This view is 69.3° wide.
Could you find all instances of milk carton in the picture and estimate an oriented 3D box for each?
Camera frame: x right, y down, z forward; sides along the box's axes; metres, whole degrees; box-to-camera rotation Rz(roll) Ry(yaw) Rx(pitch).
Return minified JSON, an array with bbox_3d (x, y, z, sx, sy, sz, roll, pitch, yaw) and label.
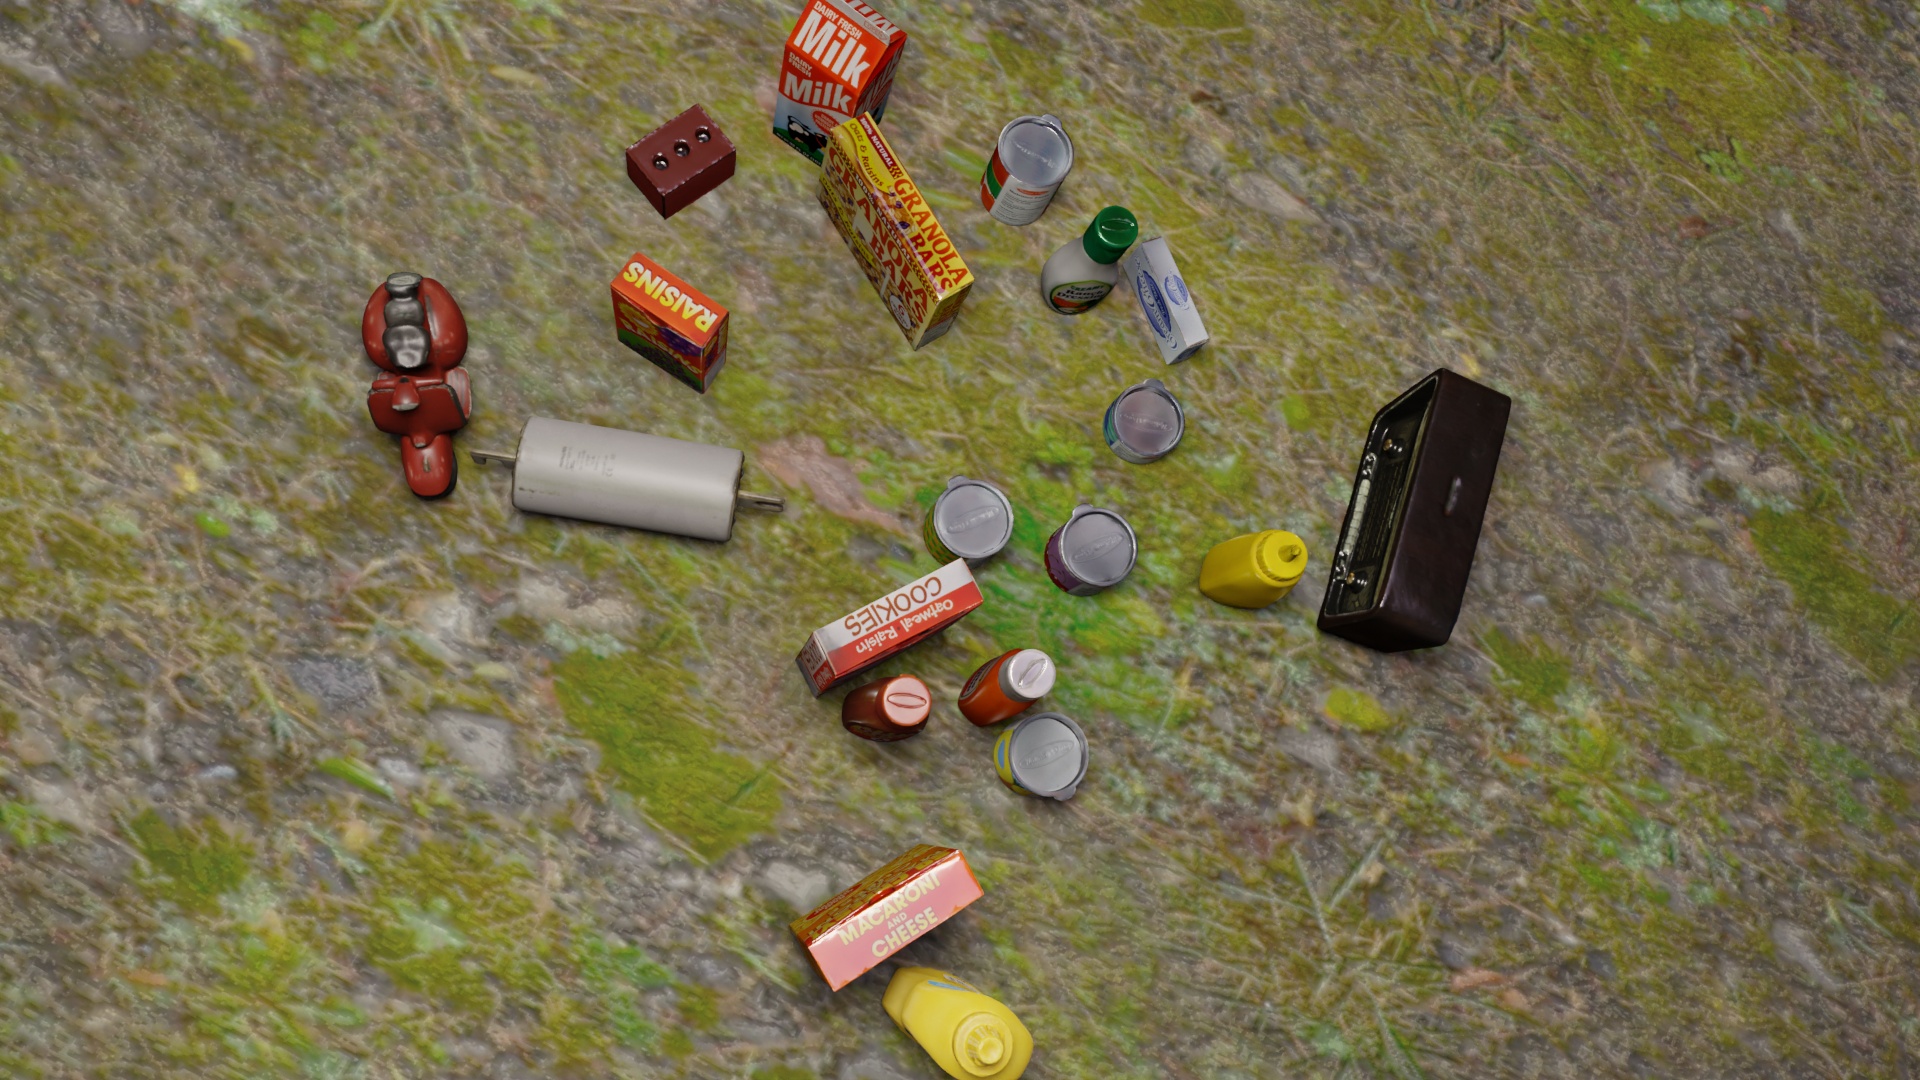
[{"bbox_3d":[-0.099,-0.384,1.140,0.072,0.190,0.073,35,74,-3],"label":"milk carton"}]

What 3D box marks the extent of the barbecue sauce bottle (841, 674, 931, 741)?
[{"bbox_3d":[-0.052,0.128,1.061,0.065,0.148,0.044,9,77,-10],"label":"barbecue sauce bottle"}]

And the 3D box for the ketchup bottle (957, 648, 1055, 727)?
[{"bbox_3d":[0.039,0.112,1.083,0.043,0.148,0.065,43,74,0],"label":"ketchup bottle"}]

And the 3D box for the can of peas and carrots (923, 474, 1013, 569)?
[{"bbox_3d":[0.004,-0.014,1.150,0.071,0.058,0.071,2,78,-11],"label":"can of peas and carrots"}]

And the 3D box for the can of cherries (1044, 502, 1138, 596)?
[{"bbox_3d":[0.108,0.008,1.166,0.071,0.058,0.071,2,78,-11],"label":"can of cherries"}]

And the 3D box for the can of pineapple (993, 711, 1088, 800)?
[{"bbox_3d":[0.064,0.175,1.122,0.071,0.057,0.071,2,78,-11],"label":"can of pineapple"}]

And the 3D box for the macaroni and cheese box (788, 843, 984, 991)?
[{"bbox_3d":[-0.059,0.272,1.020,0.124,0.166,0.040,-29,86,-15],"label":"macaroni and cheese box"}]

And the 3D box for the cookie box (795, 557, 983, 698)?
[{"bbox_3d":[-0.058,0.071,1.063,0.123,0.167,0.040,-27,85,-15],"label":"cookie box"}]

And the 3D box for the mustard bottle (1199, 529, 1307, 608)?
[{"bbox_3d":[0.248,0.021,1.139,0.065,0.160,0.049,18,76,-7],"label":"mustard bottle"}]

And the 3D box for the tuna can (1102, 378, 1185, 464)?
[{"bbox_3d":[0.160,-0.104,1.214,0.071,0.032,0.071,2,78,-11],"label":"tuna can"}]

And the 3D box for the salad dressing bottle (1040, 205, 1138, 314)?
[{"bbox_3d":[0.110,-0.236,1.173,0.064,0.147,0.044,0,79,-11],"label":"salad dressing bottle"}]

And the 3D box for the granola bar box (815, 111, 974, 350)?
[{"bbox_3d":[-0.056,-0.254,1.155,0.039,0.124,0.165,-31,86,-15],"label":"granola bar box"}]

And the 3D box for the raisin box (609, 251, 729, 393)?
[{"bbox_3d":[-0.230,-0.170,1.102,0.086,0.123,0.040,34,74,-3],"label":"raisin box"}]

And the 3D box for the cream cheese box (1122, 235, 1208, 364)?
[{"bbox_3d":[0.181,-0.212,1.231,0.024,0.053,0.104,-21,83,-15],"label":"cream cheese box"}]

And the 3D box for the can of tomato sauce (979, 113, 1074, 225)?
[{"bbox_3d":[0.057,-0.324,1.215,0.071,0.083,0.071,2,78,-11],"label":"can of tomato sauce"}]
